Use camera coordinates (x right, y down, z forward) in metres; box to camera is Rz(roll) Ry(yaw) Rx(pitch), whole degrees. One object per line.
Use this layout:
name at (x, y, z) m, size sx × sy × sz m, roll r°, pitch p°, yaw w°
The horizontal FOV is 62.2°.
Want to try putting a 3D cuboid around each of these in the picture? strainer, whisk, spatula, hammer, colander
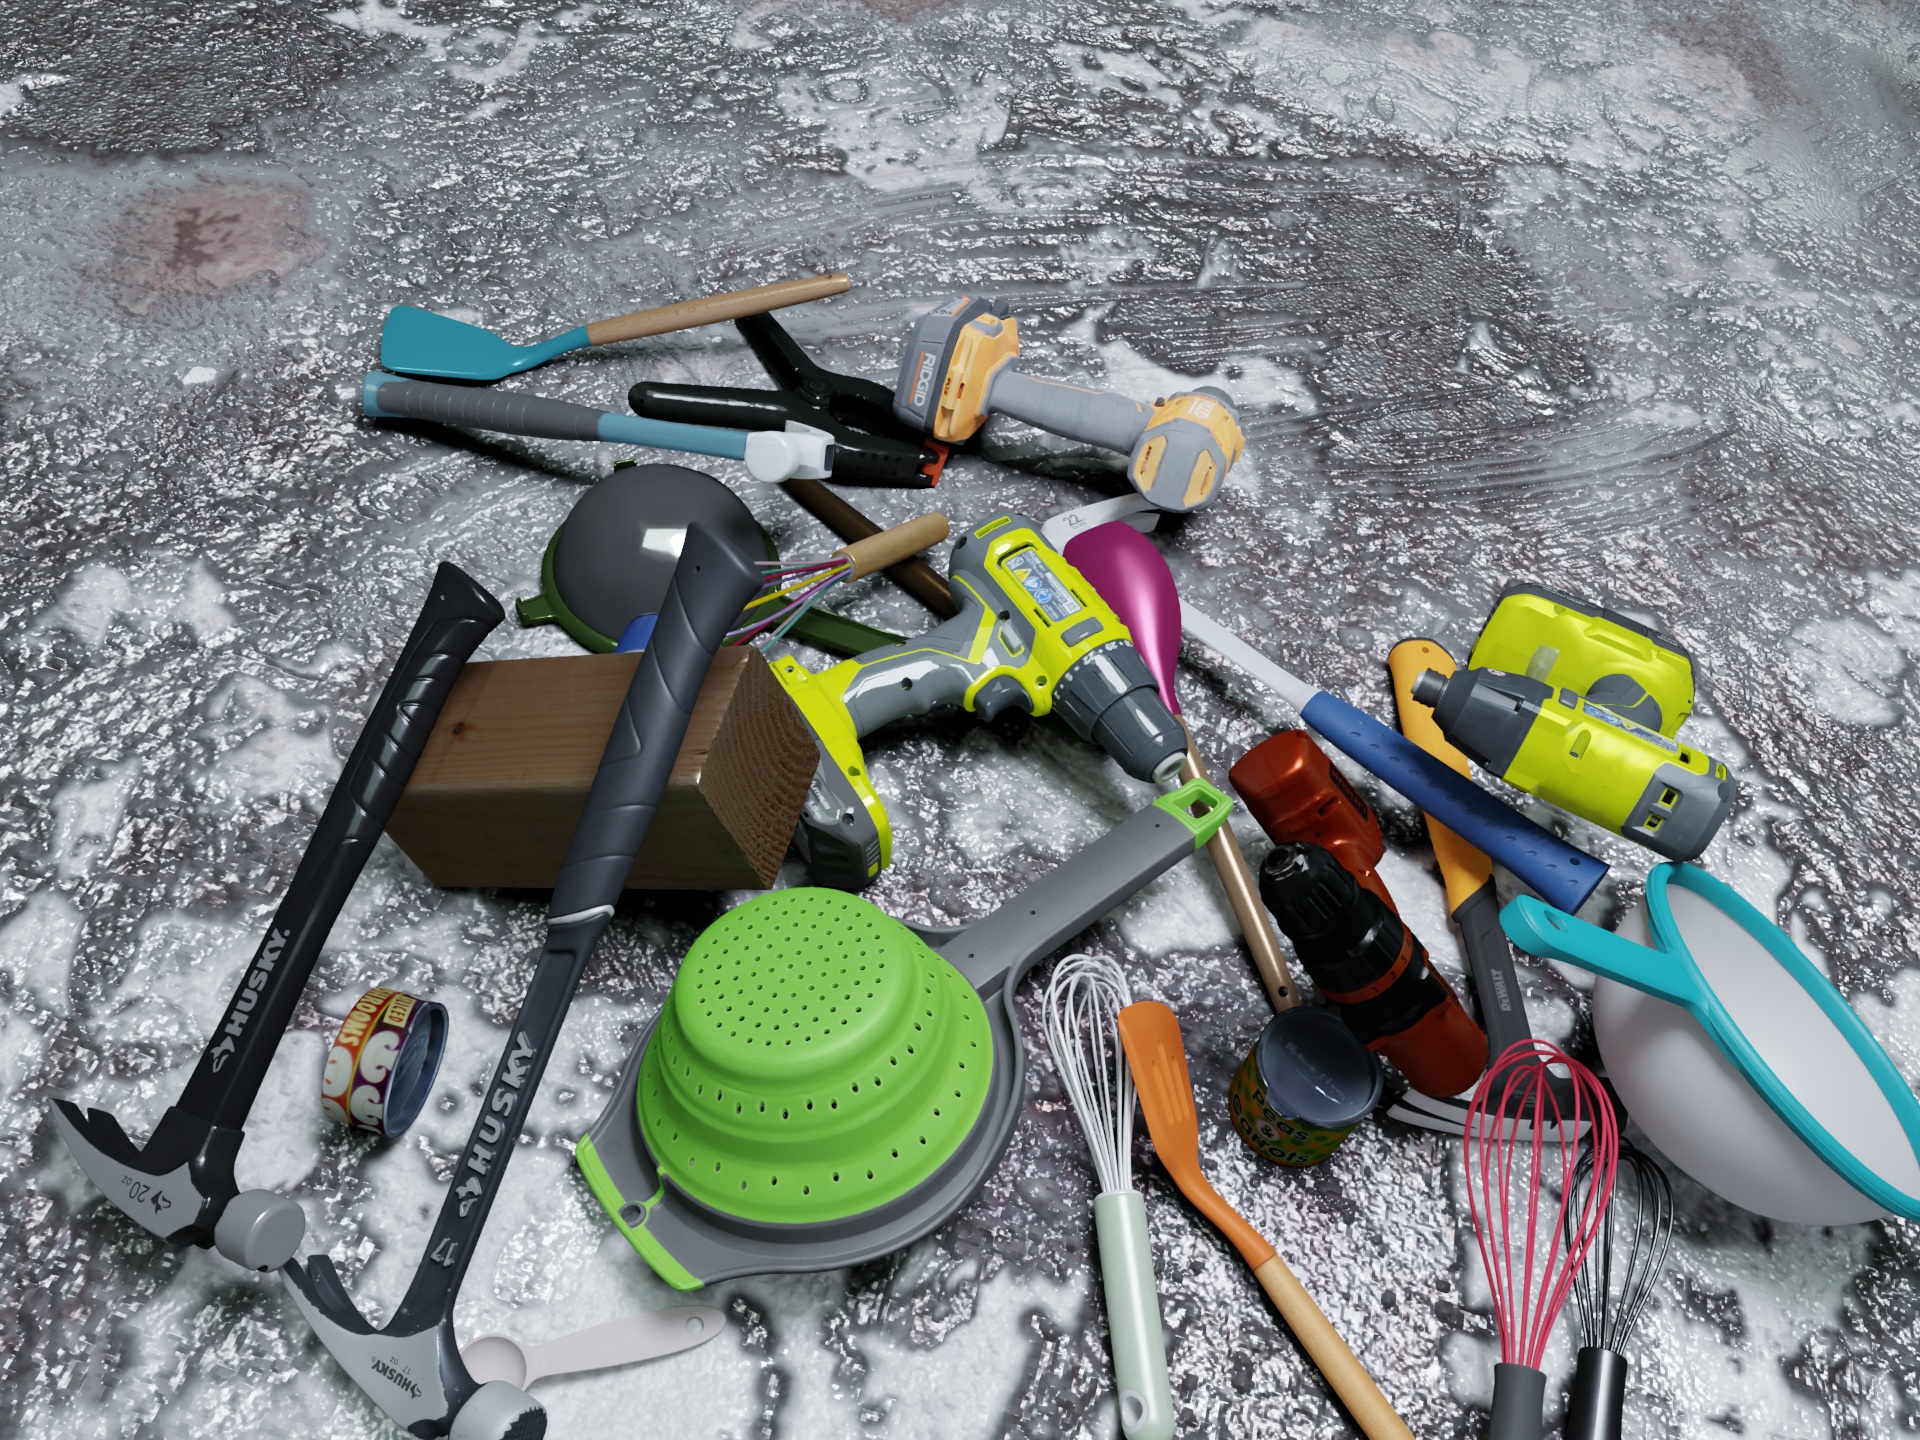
strainer at (-0.135, -0.092, 0.979) m, size 0.256 × 0.069 × 0.152 m, roll 20°, pitch 52°, yaw 6°
whisk at (-0.080, -0.085, 0.944) m, size 0.051 × 0.047 × 0.245 m, roll 47°, pitch 41°, yaw 11°
spatula at (-0.233, -0.278, 1.093) m, size 0.317 × 0.044 × 0.082 m, roll -12°, pitch 44°, yaw -1°
hammer at (-0.179, 0.105, 0.705) m, size 0.149 × 0.036 × 0.409 m, roll 17°, pitch 84°, yaw 27°
whisk at (0.078, 0.231, 0.793) m, size 0.059 × 0.058 × 0.247 m, roll 21°, pitch 50°, yaw -36°
hammer at (0.210, -0.020, 0.976) m, size 0.406 × 0.035 × 0.144 m, roll 38°, pitch 49°, yaw 25°
hammer at (-0.305, 0.074, 0.755) m, size 0.146 × 0.035 × 0.335 m, roll 11°, pitch 70°, yaw 26°
whisk at (0.267, 0.288, 0.751) m, size 0.073 × 0.073 × 0.296 m, roll 17°, pitch 59°, yaw 2°
strainer at (0.356, 0.164, 0.805) m, size 0.340 × 0.095 × 0.211 m, roll 22°, pitch 36°, yaw -32°
colander at (-0.011, 0.109, 0.794) m, size 0.397 × 0.094 × 0.205 m, roll -32°, pitch 46°, yaw -25°
spatula at (0.170, 0.279, 0.771) m, size 0.323 × 0.041 × 0.081 m, roll 53°, pitch 17°, yaw 22°
whisk at (0.312, 0.313, 0.776) m, size 0.055 × 0.055 × 0.239 m, roll 20°, pitch 57°, yaw 5°
hammer at (-0.235, -0.187, 1.003) m, size 0.331 × 0.033 × 0.128 m, roll 11°, pitch 13°, yaw 15°
hammer at (0.293, 0.085, 0.948) m, size 0.127 × 0.034 × 0.337 m, roll 5°, pitch 52°, yaw -8°

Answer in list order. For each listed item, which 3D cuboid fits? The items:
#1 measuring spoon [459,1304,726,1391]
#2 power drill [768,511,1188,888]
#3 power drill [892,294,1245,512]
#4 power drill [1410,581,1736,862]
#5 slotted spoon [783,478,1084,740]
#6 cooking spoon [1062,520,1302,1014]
measuring spoon at (-0.168, 0.289, 0.725) m, size 0.124 × 0.018 × 0.034 m, roll -5°, pitch 54°, yaw -23°
power drill at (-0.001, -0.003, 0.907) m, size 0.228 × 0.080 × 0.191 m, roll -29°, pitch 63°, yaw -17°
power drill at (0.086, -0.221, 1.097) m, size 0.226 × 0.084 × 0.185 m, roll 21°, pitch 27°, yaw 8°
power drill at (0.359, -0.009, 0.943) m, size 0.171 × 0.080 × 0.223 m, roll 27°, pitch 25°, yaw 13°
slotted spoon at (-0.010, -0.081, 1.023) m, size 0.314 × 0.031 × 0.070 m, roll 39°, pitch 56°, yaw 20°
cooking spoon at (0.133, 0.022, 0.932) m, size 0.069 × 0.017 × 0.319 m, roll -22°, pitch 71°, yaw 6°
